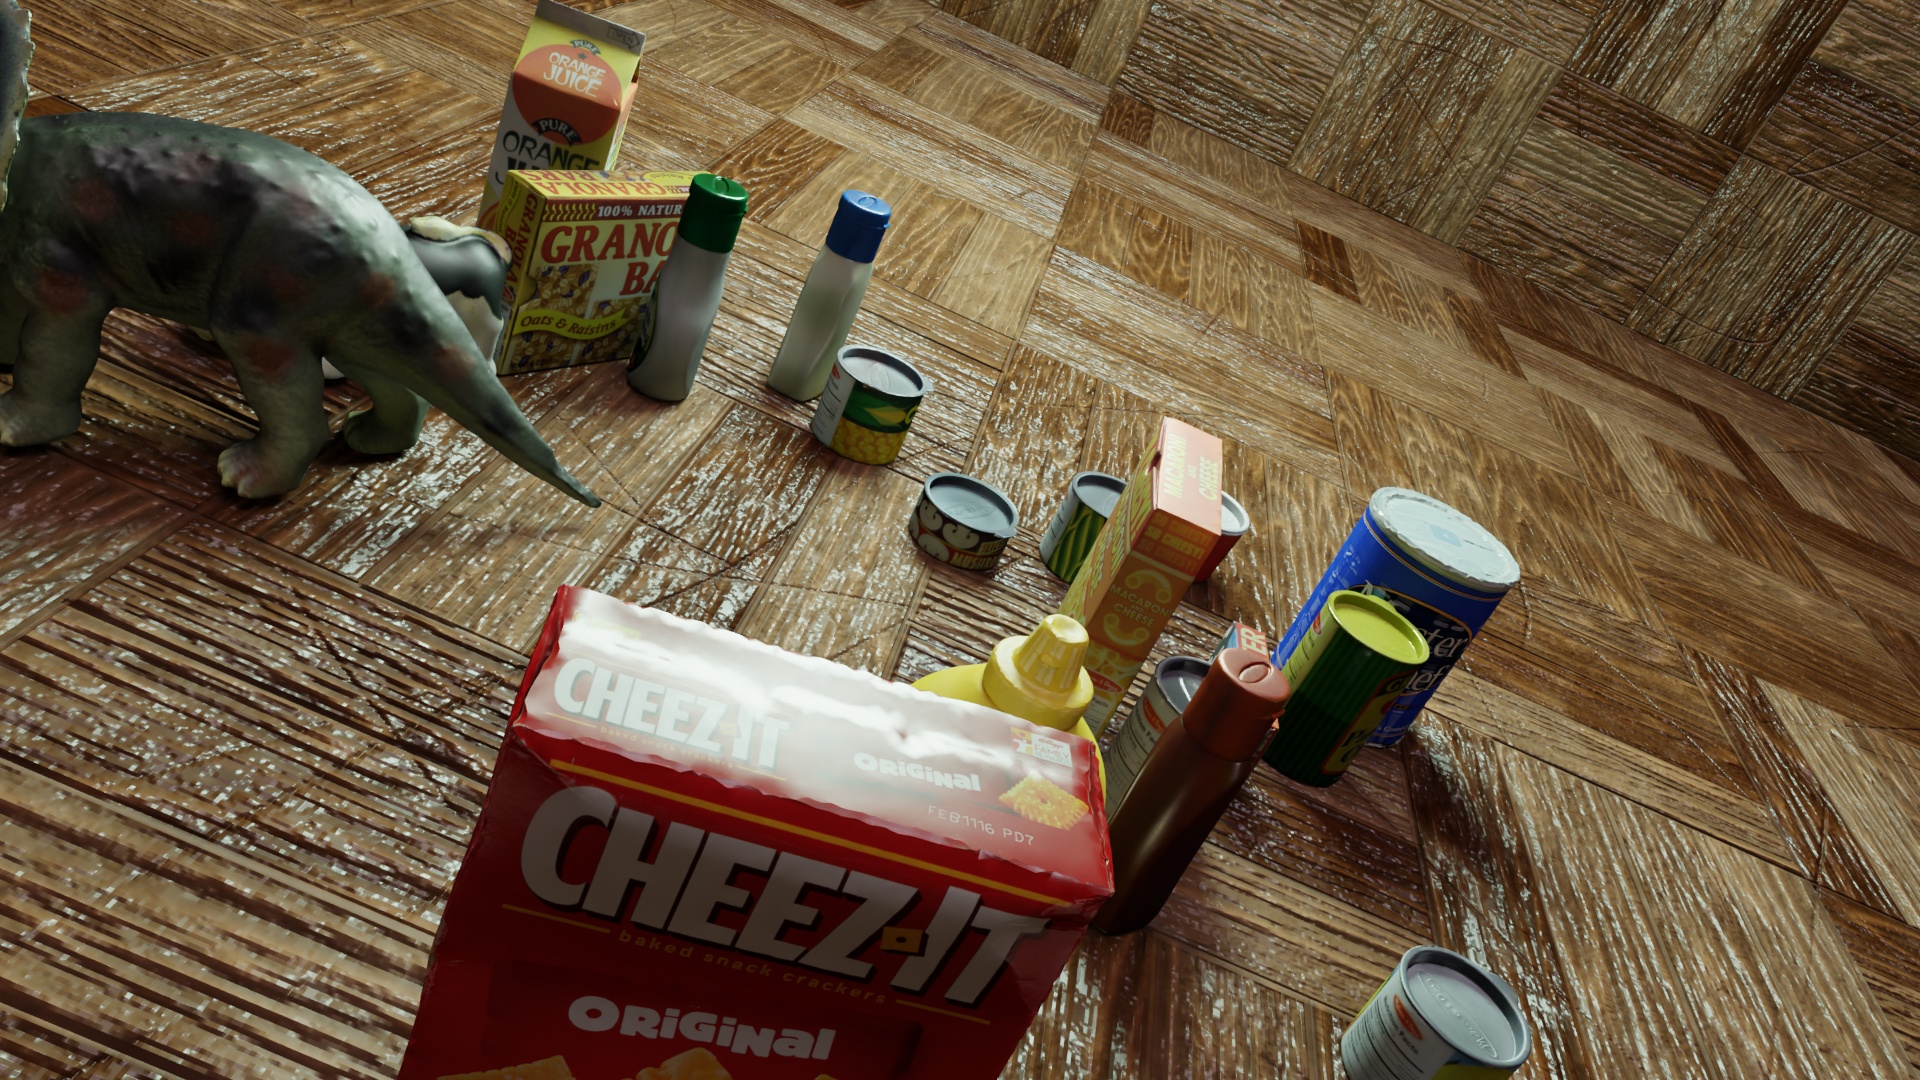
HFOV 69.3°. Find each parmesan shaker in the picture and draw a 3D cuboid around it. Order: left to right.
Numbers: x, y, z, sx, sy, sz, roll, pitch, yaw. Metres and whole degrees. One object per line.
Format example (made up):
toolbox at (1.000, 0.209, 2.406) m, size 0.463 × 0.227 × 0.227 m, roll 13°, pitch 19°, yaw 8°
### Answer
parmesan shaker at (0.228, 0.089, 0.843) m, size 0.071 × 0.102 × 0.071 m, roll 19°, pitch 29°, yaw -11°

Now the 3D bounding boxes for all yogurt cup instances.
yogurt cup at (0.167, -0.006, 1.004) m, size 0.072 × 0.053 × 0.073 m, roll 19°, pitch 29°, yaw -11°

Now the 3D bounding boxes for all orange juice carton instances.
orange juice carton at (-0.273, -0.264, 0.942) m, size 0.072 × 0.191 × 0.073 m, roll 18°, pitch 29°, yaw -14°

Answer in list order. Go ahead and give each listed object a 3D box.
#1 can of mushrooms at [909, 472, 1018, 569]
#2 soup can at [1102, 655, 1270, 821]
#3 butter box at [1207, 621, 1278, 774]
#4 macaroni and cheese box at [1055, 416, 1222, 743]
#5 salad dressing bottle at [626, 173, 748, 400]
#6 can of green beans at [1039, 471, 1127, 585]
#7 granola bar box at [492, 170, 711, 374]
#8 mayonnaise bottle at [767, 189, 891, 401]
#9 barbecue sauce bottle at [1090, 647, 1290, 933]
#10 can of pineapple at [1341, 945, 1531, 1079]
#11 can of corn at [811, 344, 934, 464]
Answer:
can of mushrooms at (0.003, -0.011, 0.906) m, size 0.071 × 0.033 × 0.071 m, roll 19°, pitch 29°, yaw -11°
soup can at (0.117, 0.114, 0.736) m, size 0.071 × 0.083 × 0.072 m, roll 19°, pitch 29°, yaw -11°
butter box at (0.164, 0.098, 0.831) m, size 0.024 × 0.053 × 0.104 m, roll 23°, pitch 29°, yaw -5°
macaroni and cheese box at (0.089, 0.028, 0.771) m, size 0.040 × 0.165 × 0.124 m, roll 24°, pitch 28°, yaw -2°
salad dressing bottle at (-0.176, -0.163, 0.898) m, size 0.044 × 0.147 × 0.064 m, roll 16°, pitch 30°, yaw -17°
can of green beans at (0.094, -0.005, 0.941) m, size 0.071 × 0.057 × 0.071 m, roll 19°, pitch 29°, yaw -11°
granola bar box at (-0.229, -0.177, 0.904) m, size 0.039 × 0.123 × 0.166 m, roll 38°, pitch 31°, yaw 22°
mayonnaise bottle at (-0.091, -0.173, 0.981) m, size 0.041 × 0.147 × 0.065 m, roll 27°, pitch 28°, yaw 3°
barbecue sauce bottle at (0.104, 0.118, 0.653) m, size 0.044 × 0.147 × 0.065 m, roll 40°, pitch 31°, yaw 25°
can of pineapple at (0.222, 0.234, 0.647) m, size 0.071 × 0.057 × 0.071 m, roll 19°, pitch 29°, yaw -11°
can of corn at (-0.061, -0.093, 0.966) m, size 0.071 × 0.058 × 0.071 m, roll 19°, pitch 29°, yaw -11°
